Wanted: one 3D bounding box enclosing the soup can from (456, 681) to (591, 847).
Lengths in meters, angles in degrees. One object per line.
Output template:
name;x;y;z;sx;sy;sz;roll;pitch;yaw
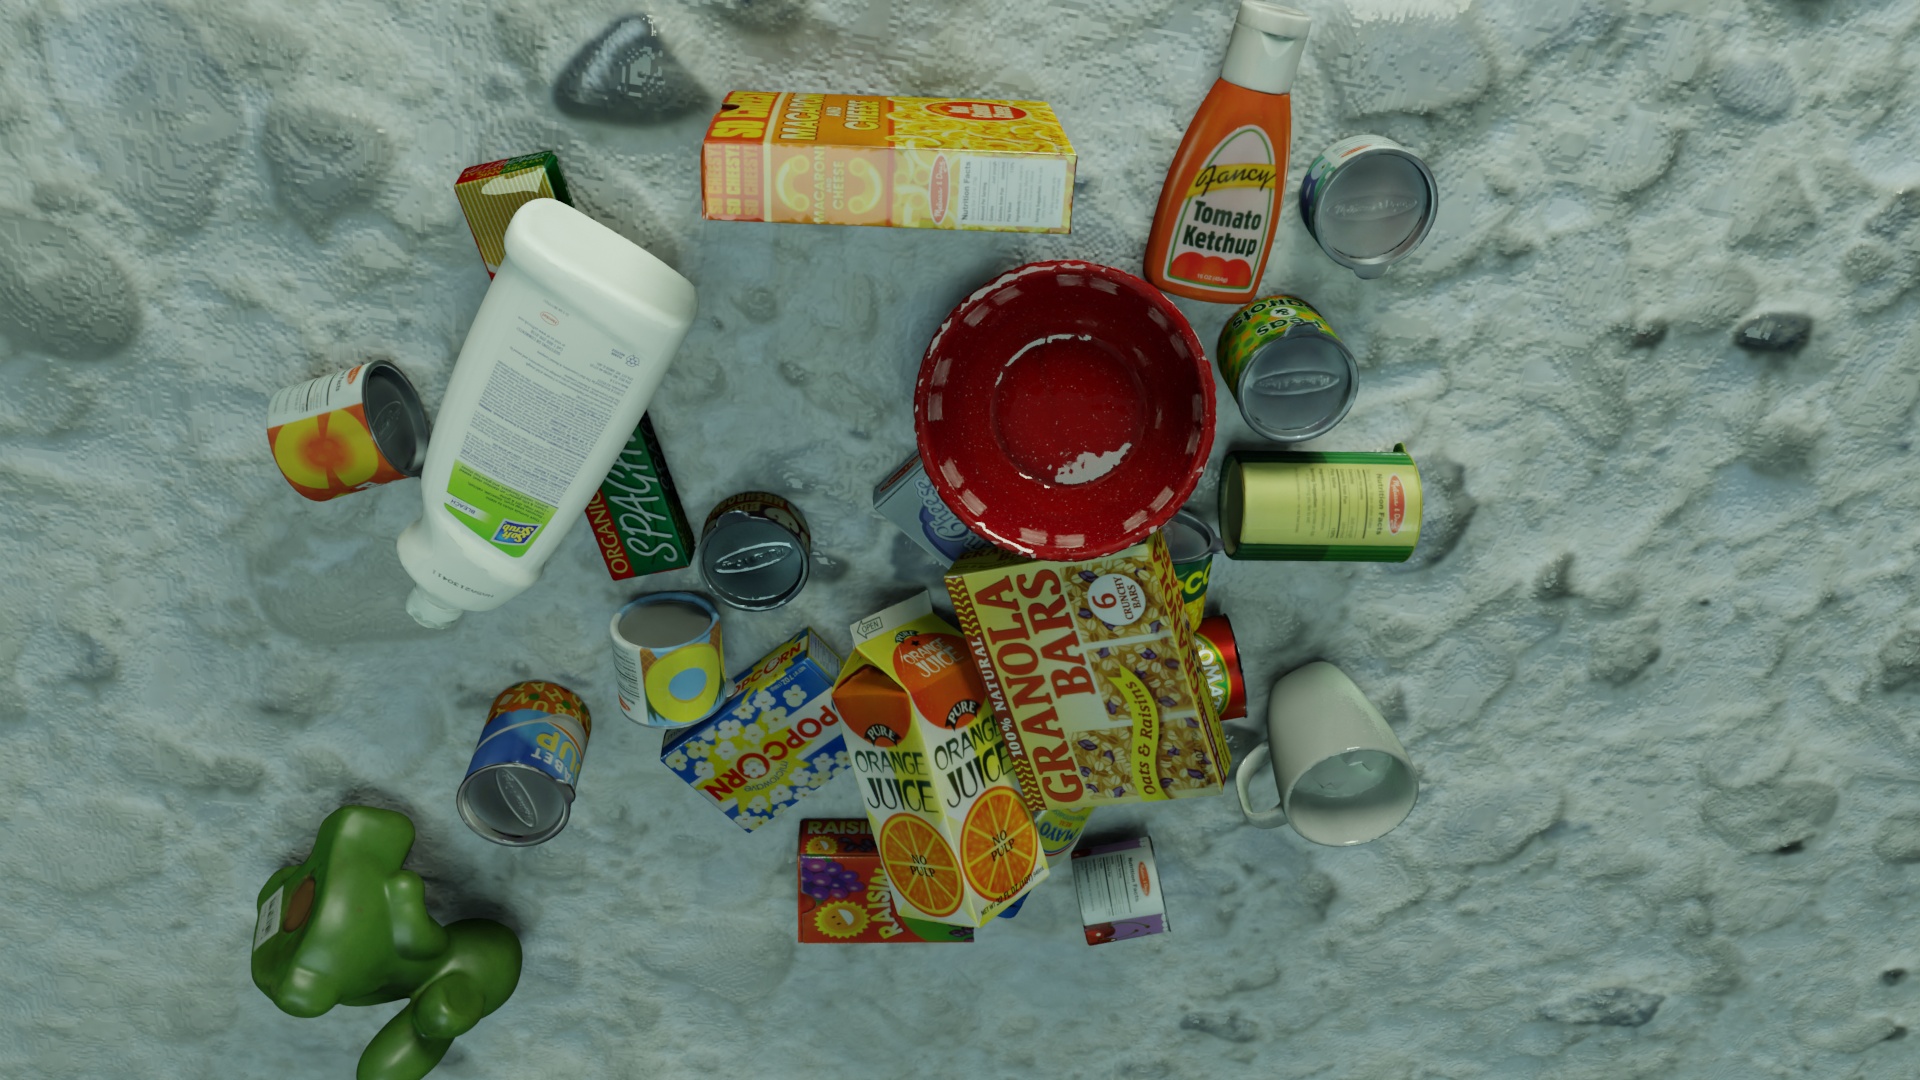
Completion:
soup can;-0.267;0.138;0.867;0.071;0.084;0.071;-2;121;-3

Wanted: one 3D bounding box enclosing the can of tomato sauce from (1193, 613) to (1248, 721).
can of tomato sauce;0.132;0.086;0.870;0.083;0.071;0.071;-11;120;3

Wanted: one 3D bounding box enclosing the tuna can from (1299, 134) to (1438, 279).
tuna can;0.217;-0.178;0.742;0.071;0.033;0.070;-2;120;-2

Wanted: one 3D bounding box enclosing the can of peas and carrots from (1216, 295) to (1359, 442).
can of peas and carrots;0.180;-0.098;0.772;0.071;0.059;0.070;-2;120;-3

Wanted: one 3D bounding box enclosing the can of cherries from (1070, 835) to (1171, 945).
can of cherries;0.111;0.244;0.965;0.058;0.072;0.071;-12;120;4

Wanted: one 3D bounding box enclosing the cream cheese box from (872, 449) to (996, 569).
cream cheese box;0.003;-0.010;0.832;0.053;0.024;0.103;-41;114;19

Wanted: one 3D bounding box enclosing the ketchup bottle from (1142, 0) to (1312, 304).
ketchup bottle;0.142;-0.199;0.720;0.065;0.044;0.148;8;119;-8

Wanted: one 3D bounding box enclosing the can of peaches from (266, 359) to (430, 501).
can of peaches;-0.332;-0.057;0.759;0.058;0.071;0.071;-14;120;6

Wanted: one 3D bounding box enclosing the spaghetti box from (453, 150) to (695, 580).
spaghetti box;-0.208;-0.088;0.771;0.050;0.029;0.248;-11;120;4

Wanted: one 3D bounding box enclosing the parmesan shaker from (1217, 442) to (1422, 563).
parmesan shaker;0.209;-0.023;0.816;0.103;0.071;0.071;1;120;-3

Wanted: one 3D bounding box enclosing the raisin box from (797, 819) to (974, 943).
raisin box;-0.051;0.238;0.965;0.123;0.040;0.085;1;121;-3

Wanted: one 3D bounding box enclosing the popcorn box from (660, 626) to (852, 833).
popcorn box;-0.118;0.124;0.895;0.126;0.038;0.085;-35;115;16

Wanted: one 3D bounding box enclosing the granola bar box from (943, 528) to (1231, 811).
granola bar box;0.076;0.076;0.810;0.124;0.039;0.165;-10;112;23

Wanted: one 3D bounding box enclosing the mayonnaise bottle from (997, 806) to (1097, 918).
mayonnaise bottle;0.057;0.180;0.916;0.065;0.041;0.147;22;103;-35

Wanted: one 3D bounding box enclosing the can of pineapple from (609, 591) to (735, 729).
can of pineapple;-0.176;0.071;0.846;0.071;0.071;0.057;-1;120;-3

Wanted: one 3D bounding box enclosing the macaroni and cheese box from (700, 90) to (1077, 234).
macaroni and cheese box;-0.035;-0.186;0.670;0.167;0.124;0.040;1;118;-4

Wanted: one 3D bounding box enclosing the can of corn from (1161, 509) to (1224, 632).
can of corn;0.119;0.020;0.832;0.071;0.071;0.058;1;121;-4

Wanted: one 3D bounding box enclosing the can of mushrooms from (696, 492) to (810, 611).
can of mushrooms;-0.123;0.005;0.828;0.071;0.033;0.070;-1;121;-2

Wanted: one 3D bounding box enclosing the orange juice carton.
orange juice carton;-0.017;0.131;0.851;0.073;0.072;0.192;-8;101;44
